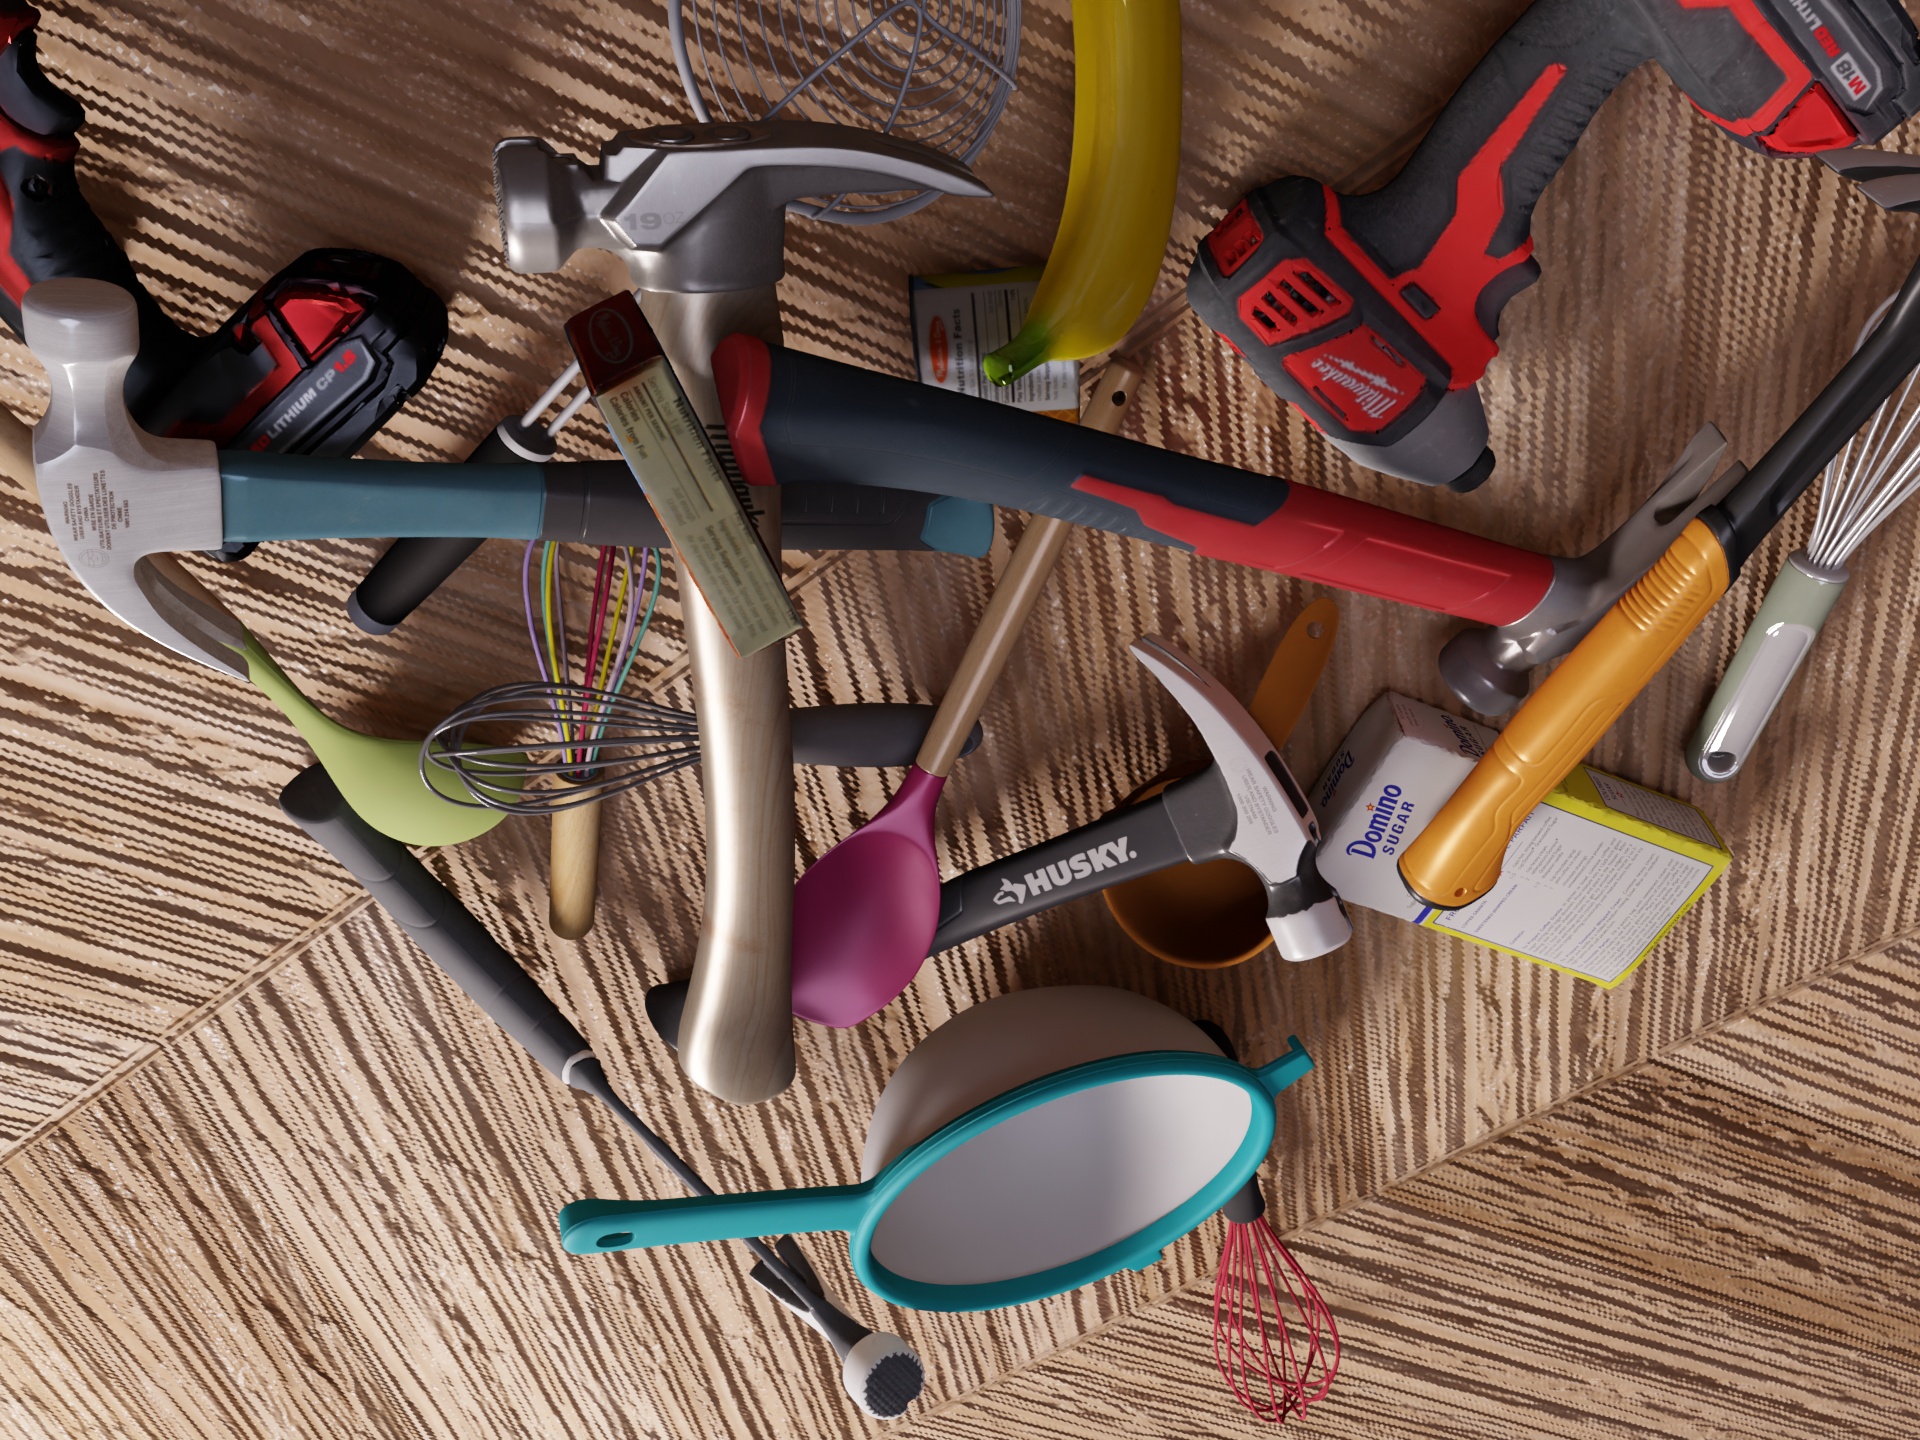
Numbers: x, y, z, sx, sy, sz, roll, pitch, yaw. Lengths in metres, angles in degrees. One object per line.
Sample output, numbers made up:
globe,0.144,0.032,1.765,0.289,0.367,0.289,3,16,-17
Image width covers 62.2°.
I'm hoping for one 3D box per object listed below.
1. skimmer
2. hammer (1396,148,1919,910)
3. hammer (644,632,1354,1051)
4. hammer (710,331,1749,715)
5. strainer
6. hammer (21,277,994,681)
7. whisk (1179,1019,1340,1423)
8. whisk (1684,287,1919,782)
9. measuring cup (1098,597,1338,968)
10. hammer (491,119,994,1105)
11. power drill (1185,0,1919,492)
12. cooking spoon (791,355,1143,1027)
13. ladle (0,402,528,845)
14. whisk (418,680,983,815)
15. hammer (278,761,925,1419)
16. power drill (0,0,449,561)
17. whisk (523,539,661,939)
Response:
skimmer,-0.122,-0.159,0.578,0.127,0.090,0.363,26,131,-37
hammer,0.259,-0.046,0.588,0.127,0.034,0.336,5,133,-27
hammer,-0.008,0.082,0.711,0.335,0.035,0.146,-24,91,24
hammer,0.103,-0.081,0.545,0.386,0.038,0.143,9,137,-31
strainer,-0.019,0.189,0.743,0.340,0.095,0.211,3,133,-26
hammer,-0.135,-0.078,0.560,0.331,0.033,0.128,-3,127,-27
whisk,0.158,0.281,0.871,0.073,0.073,0.295,-14,117,6
whisk,0.356,-0.070,0.651,0.058,0.059,0.246,12,128,3
measuring cup,0.126,0.024,0.695,0.095,0.052,0.173,28,107,15
hammer,-0.072,-0.008,0.587,0.146,0.038,0.410,-7,127,-14
power drill,0.202,-0.181,0.554,0.143,0.079,0.219,37,117,-24
cooking spoon,-0.001,-0.002,0.659,0.068,0.017,0.318,21,110,-14
ladle,-0.299,-0.062,0.620,0.078,0.062,0.320,-12,128,48
whisk,-0.097,0.010,0.650,0.239,0.055,0.055,-1,126,-27
hammer,-0.171,0.176,0.764,0.036,0.149,0.408,-44,111,-17
power drill,-0.274,-0.185,0.516,0.188,0.080,0.226,-41,118,8
whisk,-0.159,0.003,0.681,0.051,0.047,0.244,9,127,-6
